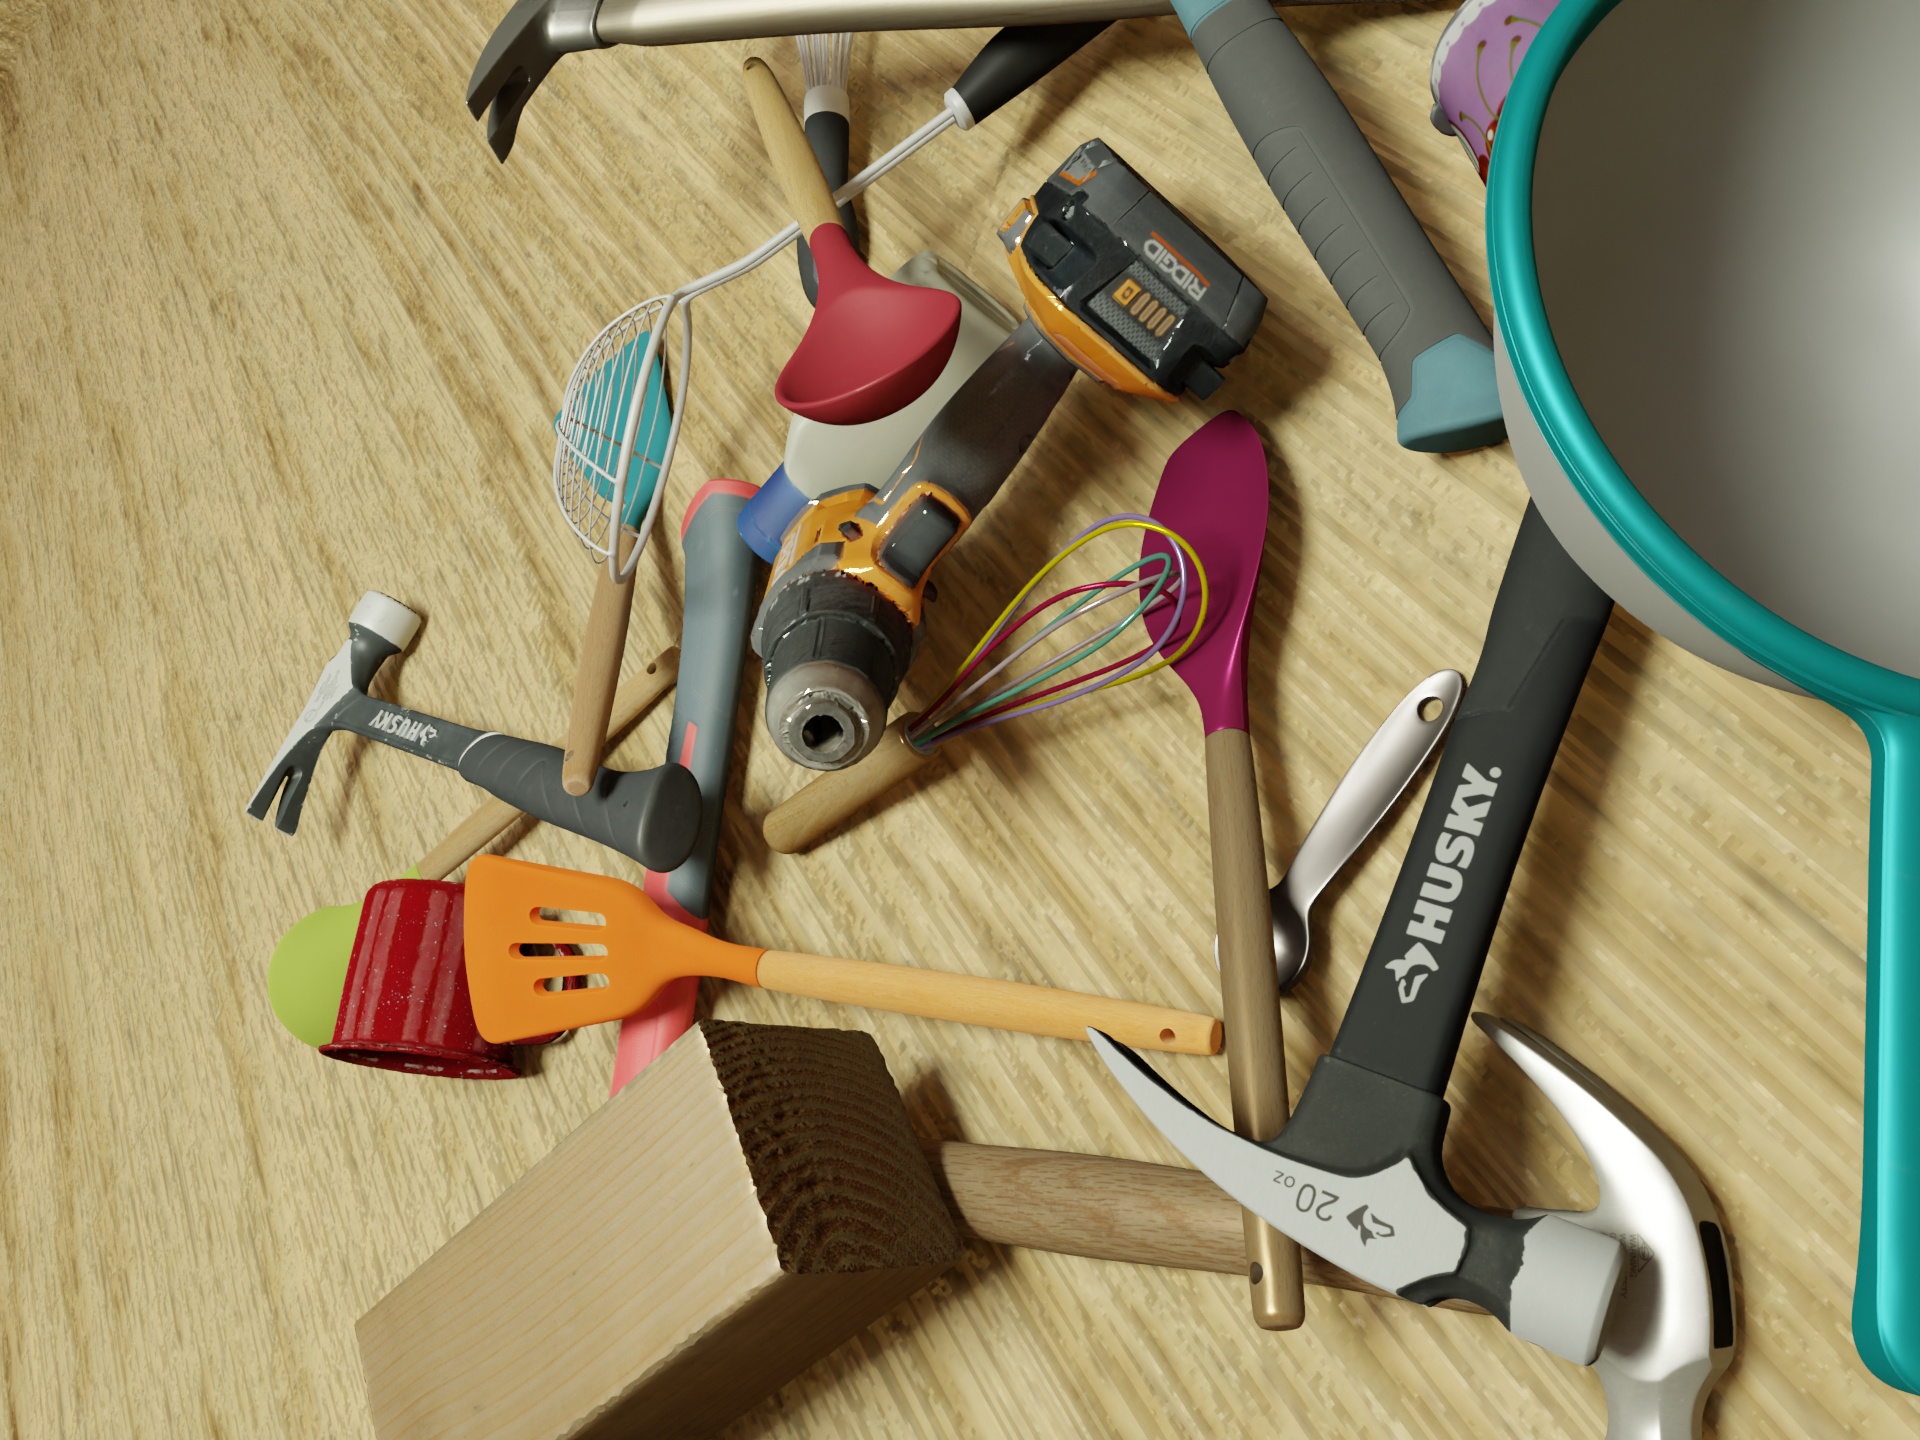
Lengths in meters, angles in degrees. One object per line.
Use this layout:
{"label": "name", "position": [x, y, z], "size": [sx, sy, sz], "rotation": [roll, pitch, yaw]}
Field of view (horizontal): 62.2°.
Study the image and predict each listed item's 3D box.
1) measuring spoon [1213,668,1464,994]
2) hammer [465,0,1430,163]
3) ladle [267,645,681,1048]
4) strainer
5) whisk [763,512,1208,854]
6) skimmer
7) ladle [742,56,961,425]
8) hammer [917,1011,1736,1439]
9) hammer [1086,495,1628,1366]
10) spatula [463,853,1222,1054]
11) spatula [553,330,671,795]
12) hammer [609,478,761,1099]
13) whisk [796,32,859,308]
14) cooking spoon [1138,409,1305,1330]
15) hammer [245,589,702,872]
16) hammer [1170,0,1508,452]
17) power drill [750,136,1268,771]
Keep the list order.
{"label": "measuring spoon", "position": [0.126, 0.037, 0.512], "size": [0.124, 0.018, 0.034], "rotation": [-55, 45, 3]}
{"label": "hammer", "position": [-0.013, -0.290, 0.644], "size": [0.411, 0.038, 0.146], "rotation": [8, 59, 25]}
{"label": "ladle", "position": [-0.249, 0.066, 0.824], "size": [0.320, 0.062, 0.078], "rotation": [-38, 57, 17]}
{"label": "strainer", "position": [0.206, -0.028, 0.374], "size": [0.095, 0.211, 0.340], "rotation": [112, 167, -76]}
{"label": "whisk", "position": [0.000, 0.000, 0.603], "size": [0.245, 0.047, 0.051], "rotation": [-35, 32, 40]}
{"label": "skimmer", "position": [-0.033, -0.201, 0.686], "size": [0.363, 0.090, 0.127], "rotation": [-36, 10, 5]}
{"label": "ladle", "position": [-0.058, -0.197, 0.615], "size": [0.069, 0.031, 0.316], "rotation": [-25, 43, 5]}
{"label": "hammer", "position": [0.067, 0.155, 0.506], "size": [0.331, 0.031, 0.130], "rotation": [-6, 71, 41]}
{"label": "hammer", "position": [0.154, -0.011, 0.449], "size": [0.146, 0.035, 0.335], "rotation": [16, 76, 31]}
{"label": "spatula", "position": [-0.059, 0.099, 0.598], "size": [0.323, 0.041, 0.081], "rotation": [2, 97, 31]}
{"label": "spatula", "position": [-0.174, -0.079, 0.764], "size": [0.082, 0.044, 0.318], "rotation": [-36, 34, 23]}
{"label": "hammer", "position": [-0.113, 0.075, 0.693], "size": [0.143, 0.038, 0.386], "rotation": [-6, 71, 39]}
{"label": "whisk", "position": [-0.066, -0.331, 0.792], "size": [0.070, 0.070, 0.285], "rotation": [-15, 70, 38]}
{"label": "cooking spoon", "position": [0.088, 0.029, 0.514], "size": [0.068, 0.017, 0.319], "rotation": [-36, 43, 45]}
{"label": "hammer", "position": [-0.249, 0.019, 0.791], "size": [0.409, 0.036, 0.149], "rotation": [12, 70, 49]}
{"label": "hammer", "position": [0.097, -0.231, 0.550], "size": [0.128, 0.033, 0.331], "rotation": [-30, 74, 14]}
{"label": "power drill", "position": [0.005, -0.090, 0.575], "size": [0.226, 0.084, 0.185], "rotation": [-47, 17, 19]}
